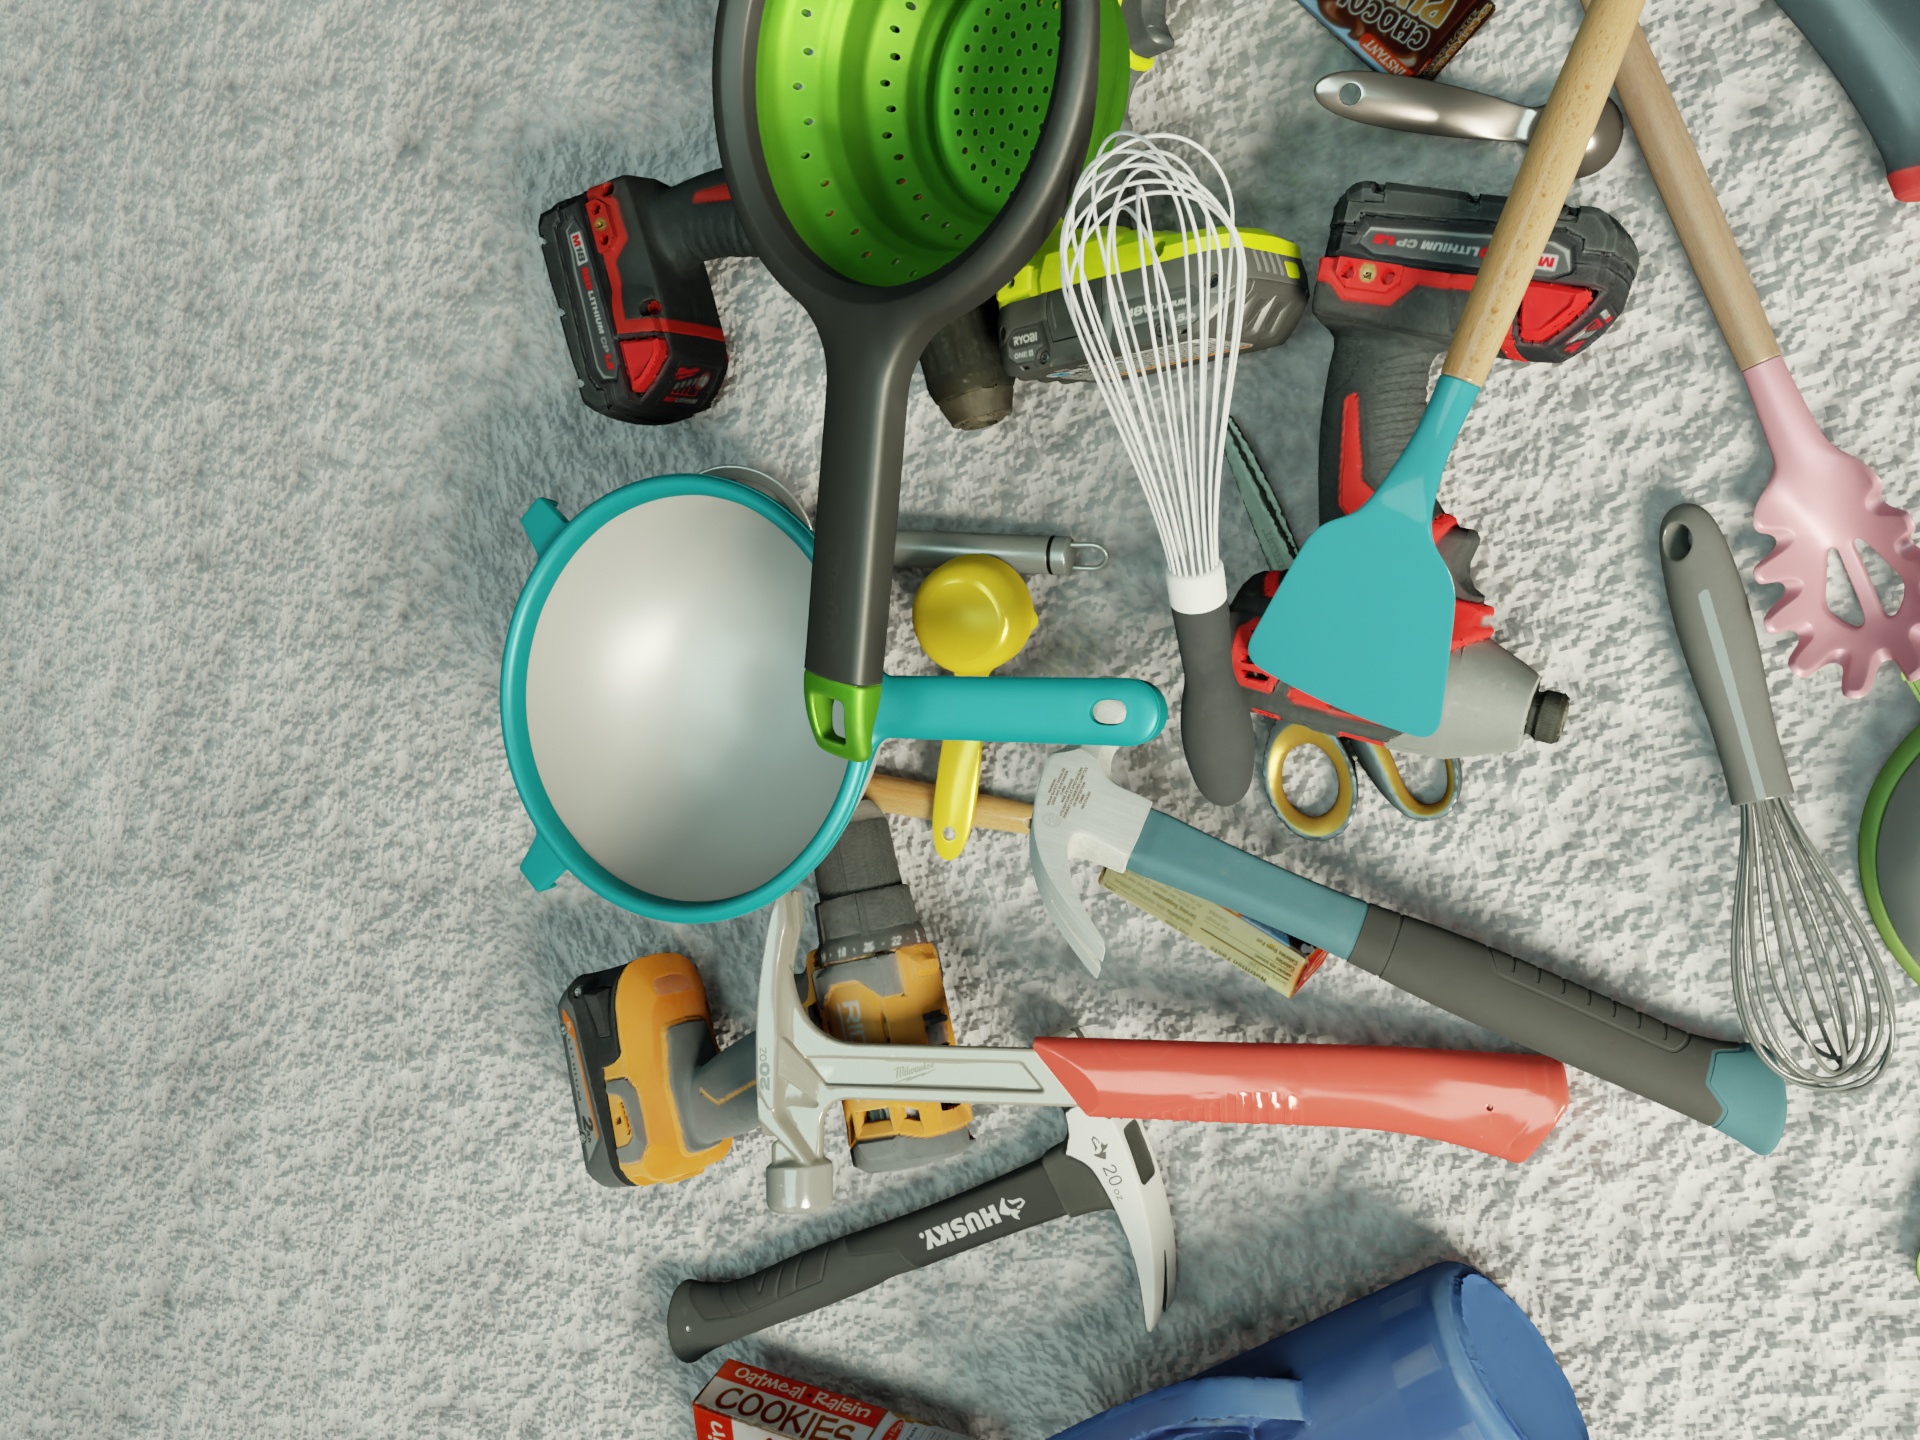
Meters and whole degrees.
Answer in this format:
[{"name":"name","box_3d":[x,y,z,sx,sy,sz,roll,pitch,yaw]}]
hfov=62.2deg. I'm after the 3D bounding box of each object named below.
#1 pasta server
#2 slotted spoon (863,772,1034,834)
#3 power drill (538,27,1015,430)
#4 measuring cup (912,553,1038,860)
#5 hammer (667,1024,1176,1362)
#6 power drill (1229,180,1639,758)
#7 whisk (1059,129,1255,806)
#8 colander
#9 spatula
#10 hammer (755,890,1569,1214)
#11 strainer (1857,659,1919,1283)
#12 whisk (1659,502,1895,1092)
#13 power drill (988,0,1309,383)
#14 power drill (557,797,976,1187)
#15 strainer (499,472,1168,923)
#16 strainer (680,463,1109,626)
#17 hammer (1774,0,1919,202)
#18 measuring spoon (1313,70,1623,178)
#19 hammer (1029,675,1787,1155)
[{"name":"pasta server","box_3d":[0.294,-0.161,0.609,0.060,0.040,0.316,-24,88,39]},{"name":"slotted spoon","box_3d":[-0.090,0.029,0.851,0.314,0.031,0.070,9,106,25]},{"name":"power drill","box_3d":[-0.083,-0.212,0.785,0.227,0.080,0.188,-15,91,26]},{"name":"measuring cup","box_3d":[-0.001,-0.002,0.773,0.062,0.029,0.156,11,105,16]},{"name":"hammer","box_3d":[-0.035,0.290,0.856,0.335,0.035,0.146,-30,82,28]},{"name":"power drill","box_3d":[0.194,-0.095,0.647,0.143,0.078,0.219,17,102,25]},{"name":"whisk","box_3d":[0.086,-0.080,0.604,0.070,0.070,0.284,5,128,27]},{"name":"colander","box_3d":[-0.009,-0.180,0.654,0.205,0.094,0.397,19,109,40]},{"name":"spatula","box_3d":[0.195,-0.149,0.587,0.082,0.044,0.317,26,104,23]},{"name":"hammer","box_3d":[0.083,0.152,0.719,0.359,0.036,0.149,-1,84,11]},{"name":"strainer","box_3d":[0.387,0.109,0.575,0.152,0.069,0.256,21,112,37]},{"name":"whisk","box_3d":[0.314,0.030,0.628,0.055,0.055,0.239,-15,84,29]},{"name":"power drill","box_3d":[0.075,-0.267,0.680,0.171,0.080,0.223,-3,95,41]},{"name":"power drill","box_3d":[-0.106,0.149,0.837,0.226,0.084,0.185,-17,81,31]},{"name":"strainer","box_3d":[-0.057,-0.009,0.755,0.340,0.095,0.211,2,92,24]},{"name":"strainer","box_3d":[-0.049,-0.087,0.805,0.258,0.050,0.086,5,114,21]},{"name":"hammer","box_3d":[0.277,-0.357,0.594,0.143,0.038,0.386,-40,79,25]},{"name":"measuring spoon","box_3d":[0.204,-0.243,0.638,0.124,0.018,0.034,12,114,6]},{"name":"hammer","box_3d":[0.182,0.094,0.676,0.331,0.128,0.033,23,152,11]}]
